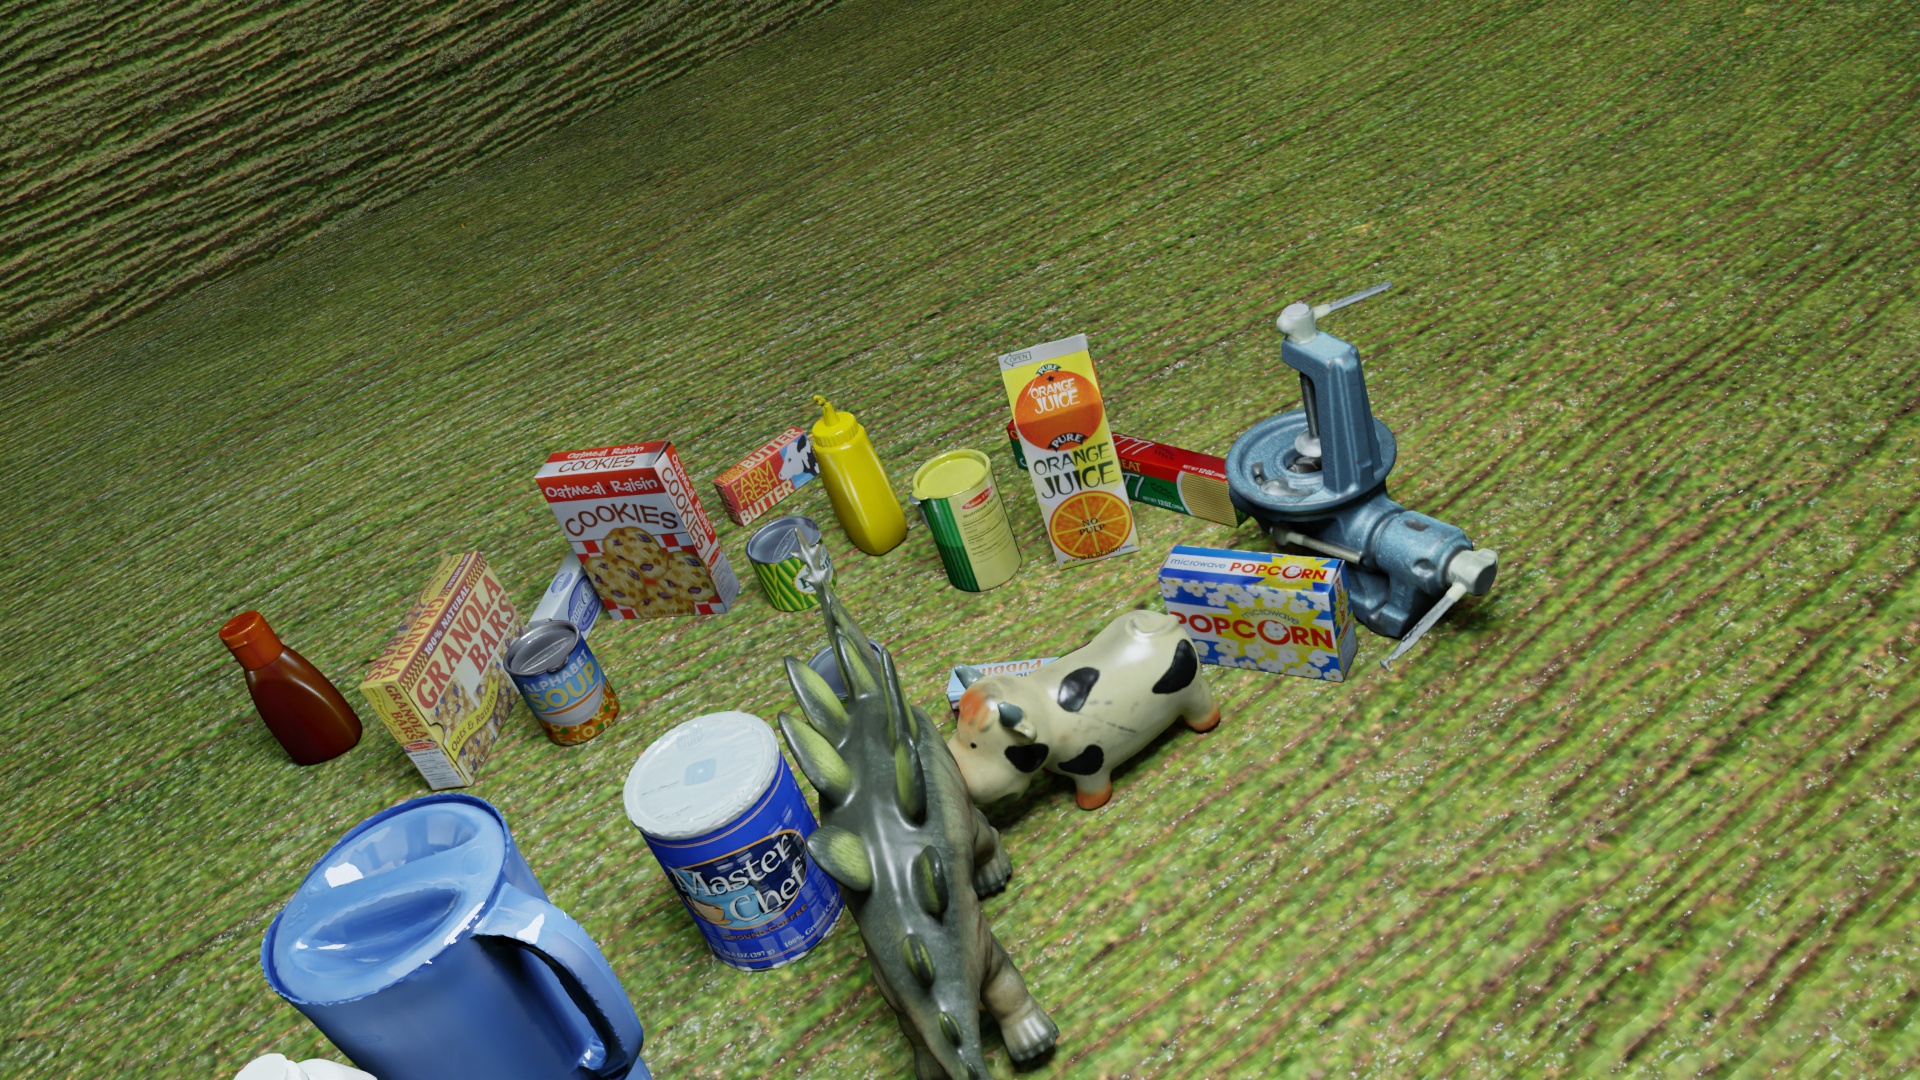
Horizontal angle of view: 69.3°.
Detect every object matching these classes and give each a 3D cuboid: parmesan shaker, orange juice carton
[{"bbox_3d":[0.004,-0.015,1.160,0.071,0.102,0.072,-13,35,9],"label":"parmesan shaker"},{"bbox_3d":[0.089,-0.077,1.127,0.072,0.191,0.073,-15,35,7],"label":"orange juice carton"}]

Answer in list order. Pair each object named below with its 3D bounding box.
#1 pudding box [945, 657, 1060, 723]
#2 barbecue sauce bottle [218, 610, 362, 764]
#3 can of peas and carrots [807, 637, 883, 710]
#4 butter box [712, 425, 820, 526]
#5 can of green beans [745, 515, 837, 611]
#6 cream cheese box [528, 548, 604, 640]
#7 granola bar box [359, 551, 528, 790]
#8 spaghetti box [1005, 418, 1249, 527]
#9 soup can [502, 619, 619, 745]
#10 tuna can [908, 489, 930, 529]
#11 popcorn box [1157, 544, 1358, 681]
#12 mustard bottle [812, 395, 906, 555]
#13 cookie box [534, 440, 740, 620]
[{"bbox_3d":[0.036,0.115,1.013,0.083,0.049,0.030,-8,36,16],"label":"pudding box"},{"bbox_3d":[-0.584,0.127,1.205,0.065,0.147,0.044,-20,34,0],"label":"barbecue sauce bottle"},{"bbox_3d":[-0.082,0.118,1.058,0.071,0.058,0.071,-13,35,9],"label":"can of peas and carrots"},{"bbox_3d":[-0.188,-0.063,1.361,0.104,0.053,0.024,-38,38,-25],"label":"butter box"},{"bbox_3d":[-0.148,0.021,1.223,0.071,0.057,0.071,-13,35,9],"label":"can of green beans"},{"bbox_3d":[-0.356,0.059,1.274,0.024,0.053,0.104,-8,36,16],"label":"cream cheese box"},{"bbox_3d":[-0.426,0.108,1.177,0.039,0.123,0.166,-9,36,15],"label":"granola bar box"},{"bbox_3d":[0.141,-0.065,1.211,0.250,0.050,0.029,19,49,42],"label":"spaghetti box"},{"bbox_3d":[-0.328,0.120,1.150,0.071,0.083,0.072,-13,35,9],"label":"soup can"},{"bbox_3d":[-0.009,-0.038,1.259,0.071,0.032,0.071,-13,35,9],"label":"tuna can"},{"bbox_3d":[0.211,0.051,0.988,0.126,0.084,0.038,5,42,31],"label":"popcorn box"},{"bbox_3d":[-0.095,-0.062,1.222,0.049,0.159,0.065,-36,38,-22],"label":"mustard bottle"},{"bbox_3d":[-0.283,-0.007,1.229,0.123,0.166,0.040,-4,37,21],"label":"cookie box"}]
